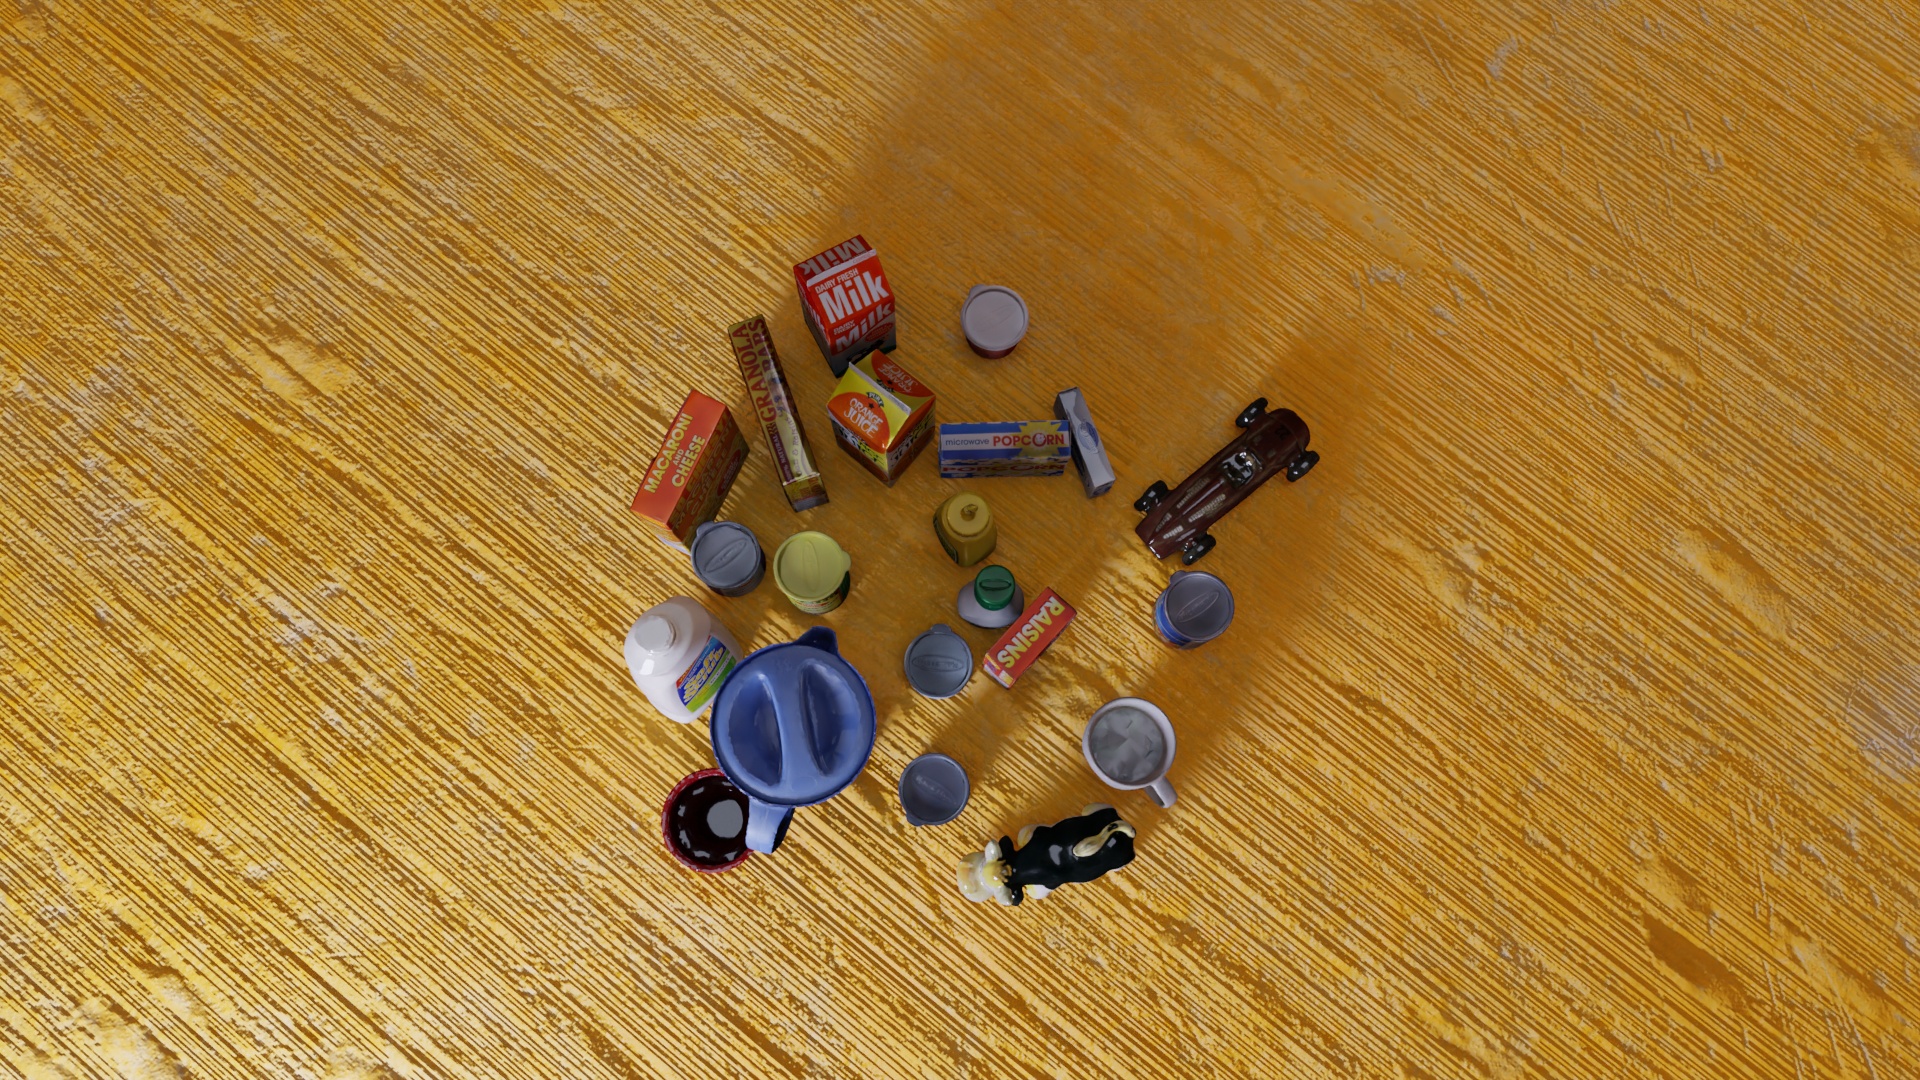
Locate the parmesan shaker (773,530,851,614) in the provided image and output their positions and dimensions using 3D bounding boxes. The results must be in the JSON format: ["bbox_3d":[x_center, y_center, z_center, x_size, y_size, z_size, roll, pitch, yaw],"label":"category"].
[{"bbox_3d":[-0.136,0.032,1.318,0.071,0.103,0.071,0,79,-1],"label":"parmesan shaker"}]

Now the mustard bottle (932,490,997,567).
[{"bbox_3d":[0.005,-0.016,1.302,0.049,0.160,0.065,-31,81,-7],"label":"mustard bottle"}]

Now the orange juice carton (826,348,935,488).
[{"bbox_3d":[-0.073,-0.117,1.304,0.072,0.192,0.073,39,81,6],"label":"orange juice carton"}]

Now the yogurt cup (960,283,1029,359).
[{"bbox_3d":[0.033,-0.216,1.397,0.072,0.054,0.072,0,79,-1],"label":"yogurt cup"}]

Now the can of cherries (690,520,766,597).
[{"bbox_3d":[-0.224,0.016,1.342,0.071,0.058,0.071,0,79,-1],"label":"can of cherries"}]

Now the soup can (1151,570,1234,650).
[{"bbox_3d":[0.220,0.066,1.330,0.071,0.083,0.071,0,79,-1],"label":"soup can"}]

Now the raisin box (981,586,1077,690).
[{"bbox_3d":[0.063,0.094,1.301,0.040,0.123,0.086,43,81,6],"label":"raisin box"}]

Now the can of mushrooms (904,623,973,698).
[{"bbox_3d":[-0.021,0.117,1.339,0.071,0.033,0.071,0,79,-1],"label":"can of mushrooms"}]

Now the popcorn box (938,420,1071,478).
[{"bbox_3d":[0.041,-0.088,1.356,0.127,0.085,0.038,-2,79,-2],"label":"popcorn box"}]

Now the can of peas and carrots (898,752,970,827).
[{"bbox_3d":[-0.026,0.236,1.303,0.071,0.058,0.071,0,79,-1],"label":"can of peas and carrots"}]

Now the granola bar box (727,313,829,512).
[{"bbox_3d":[-0.175,-0.118,1.337,0.039,0.124,0.165,-20,80,-5],"label":"granola bar box"}]

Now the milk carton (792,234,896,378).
[{"bbox_3d":[-0.109,-0.228,1.326,0.072,0.190,0.073,-28,81,-6],"label":"milk carton"}]

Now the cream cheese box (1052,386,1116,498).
[{"bbox_3d":[0.122,-0.096,1.376,0.024,0.053,0.104,-20,80,-5],"label":"cream cheese box"}]

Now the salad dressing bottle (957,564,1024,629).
[{"bbox_3d":[0.030,0.053,1.296,0.064,0.147,0.044,0,79,-1],"label":"salad dressing bottle"}]

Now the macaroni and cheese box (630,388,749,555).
[{"bbox_3d":[-0.251,-0.059,1.301,0.040,0.166,0.124,24,80,3],"label":"macaroni and cheese box"}]
